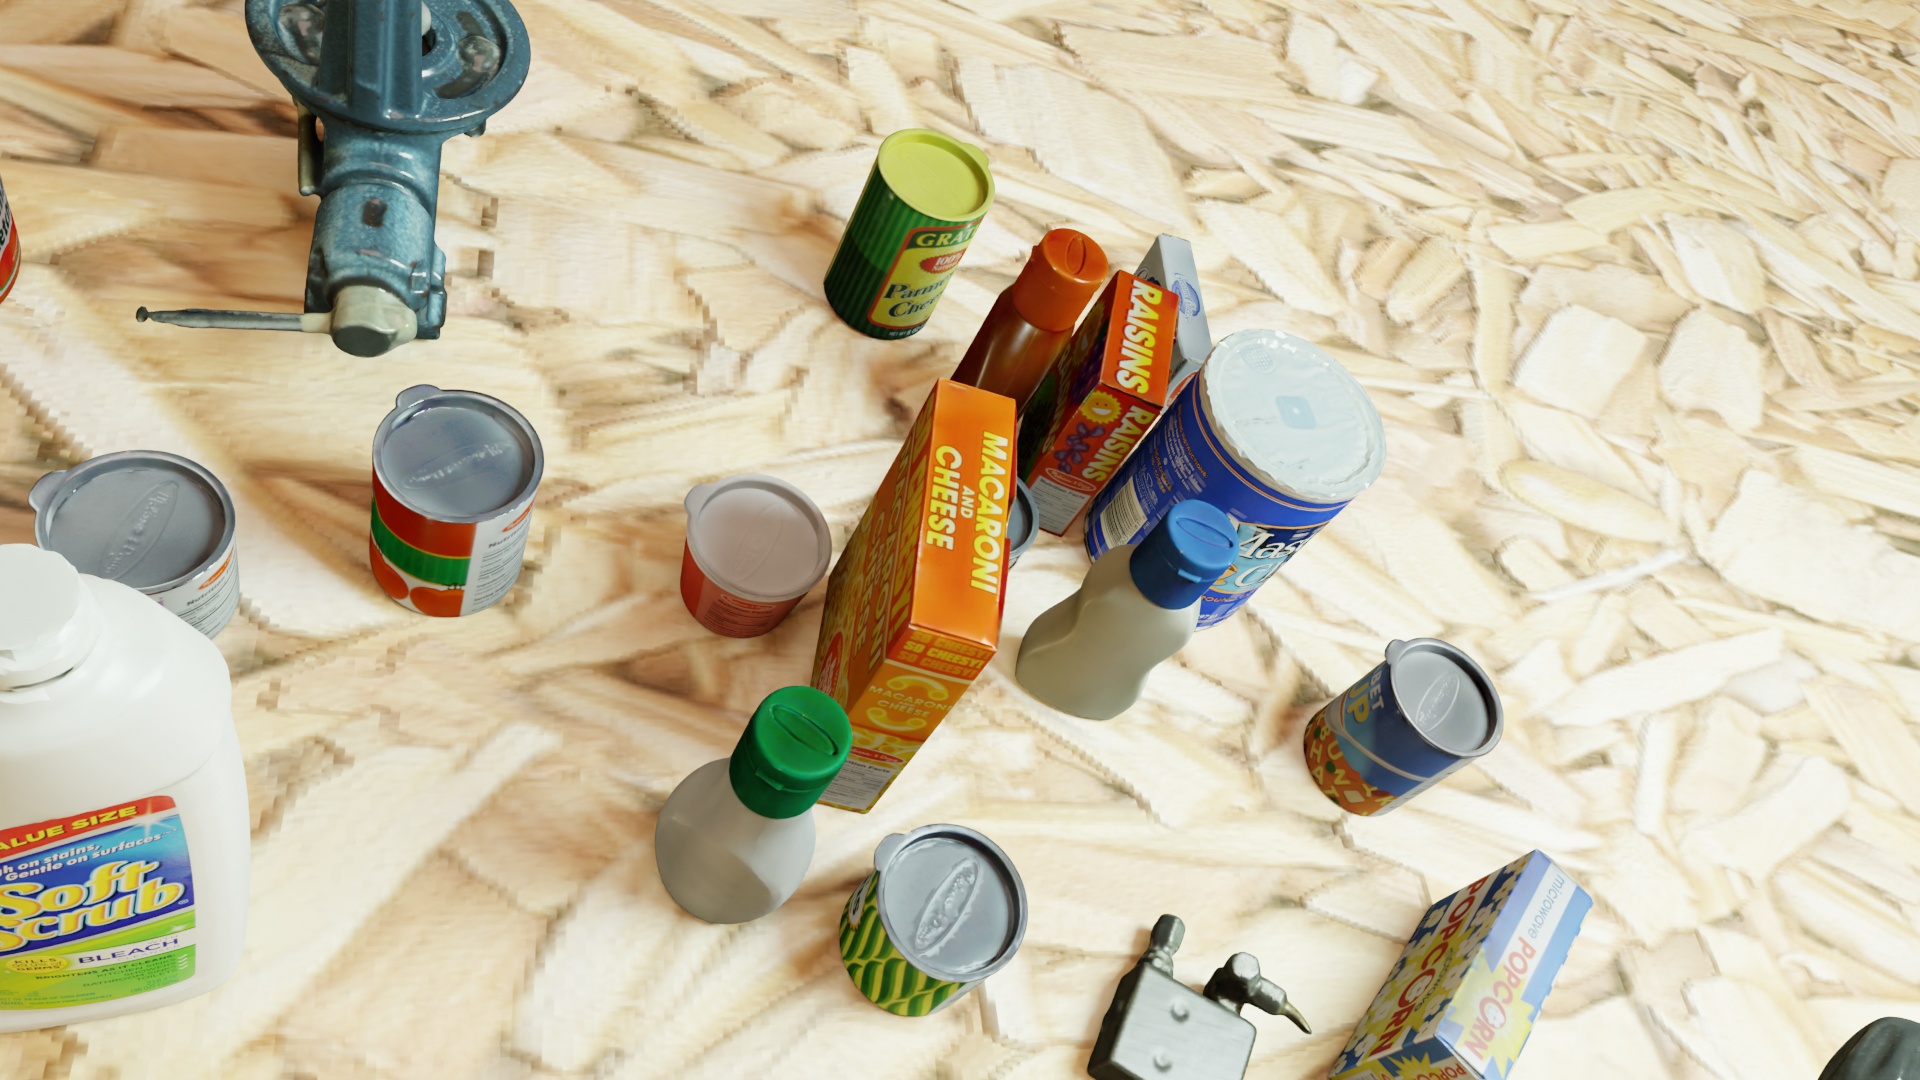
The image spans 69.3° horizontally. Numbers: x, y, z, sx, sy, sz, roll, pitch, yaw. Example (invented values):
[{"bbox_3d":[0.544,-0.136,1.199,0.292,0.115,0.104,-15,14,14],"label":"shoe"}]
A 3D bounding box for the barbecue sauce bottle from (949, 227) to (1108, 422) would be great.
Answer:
[{"bbox_3d":[0.029,-0.100,0.726,0.044,0.147,0.065,21,52,-11],"label":"barbecue sauce bottle"}]

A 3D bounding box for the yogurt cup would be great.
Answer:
[{"bbox_3d":[-0.100,0.010,0.653,0.072,0.053,0.073,12,54,-17],"label":"yogurt cup"}]

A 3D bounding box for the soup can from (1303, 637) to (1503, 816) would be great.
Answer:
[{"bbox_3d":[0.227,0.097,0.725,0.071,0.083,0.072,12,54,-17],"label":"soup can"}]

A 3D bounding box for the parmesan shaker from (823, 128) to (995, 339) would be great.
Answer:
[{"bbox_3d":[-0.028,-0.169,0.775,0.071,0.102,0.071,12,54,-17],"label":"parmesan shaker"}]

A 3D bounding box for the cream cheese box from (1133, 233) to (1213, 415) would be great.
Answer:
[{"bbox_3d":[0.127,-0.132,0.853,0.024,0.053,0.104,8,55,-19],"label":"cream cheese box"}]

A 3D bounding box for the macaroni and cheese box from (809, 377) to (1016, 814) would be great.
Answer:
[{"bbox_3d":[-0.025,0.029,0.603,0.040,0.165,0.124,16,53,-14],"label":"macaroni and cheese box"}]

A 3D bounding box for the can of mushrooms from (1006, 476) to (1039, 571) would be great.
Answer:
[{"bbox_3d":[0.003,-0.009,0.726,0.071,0.033,0.071,12,54,-17],"label":"can of mushrooms"}]

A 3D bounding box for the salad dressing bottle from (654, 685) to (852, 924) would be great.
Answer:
[{"bbox_3d":[-0.080,0.104,0.539,0.064,0.147,0.044,36,51,1],"label":"salad dressing bottle"}]

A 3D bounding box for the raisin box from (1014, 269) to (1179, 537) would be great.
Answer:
[{"bbox_3d":[0.069,-0.071,0.740,0.040,0.122,0.086,22,52,-10],"label":"raisin box"}]

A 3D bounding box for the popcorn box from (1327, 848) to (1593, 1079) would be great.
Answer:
[{"bbox_3d":[0.235,0.210,0.651,0.038,0.084,0.127,44,52,8],"label":"popcorn box"}]

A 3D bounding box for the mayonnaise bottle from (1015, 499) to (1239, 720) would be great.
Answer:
[{"bbox_3d":[0.080,0.034,0.659,0.065,0.147,0.041,24,52,-8],"label":"mayonnaise bottle"}]

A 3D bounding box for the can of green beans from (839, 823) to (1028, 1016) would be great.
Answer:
[{"bbox_3d":[-0.013,0.161,0.589,0.071,0.057,0.071,12,54,-17],"label":"can of green beans"}]

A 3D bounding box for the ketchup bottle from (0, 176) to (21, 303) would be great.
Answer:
[{"bbox_3d":[-0.419,-0.161,0.563,0.043,0.148,0.065,0,59,-25],"label":"ketchup bottle"}]

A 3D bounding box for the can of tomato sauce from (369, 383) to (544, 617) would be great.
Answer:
[{"bbox_3d":[-0.220,-0.015,0.598,0.071,0.082,0.071,12,54,-17],"label":"can of tomato sauce"}]

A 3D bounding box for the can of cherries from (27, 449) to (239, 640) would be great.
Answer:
[{"bbox_3d":[-0.326,0.006,0.551,0.071,0.058,0.072,12,54,-17],"label":"can of cherries"}]
